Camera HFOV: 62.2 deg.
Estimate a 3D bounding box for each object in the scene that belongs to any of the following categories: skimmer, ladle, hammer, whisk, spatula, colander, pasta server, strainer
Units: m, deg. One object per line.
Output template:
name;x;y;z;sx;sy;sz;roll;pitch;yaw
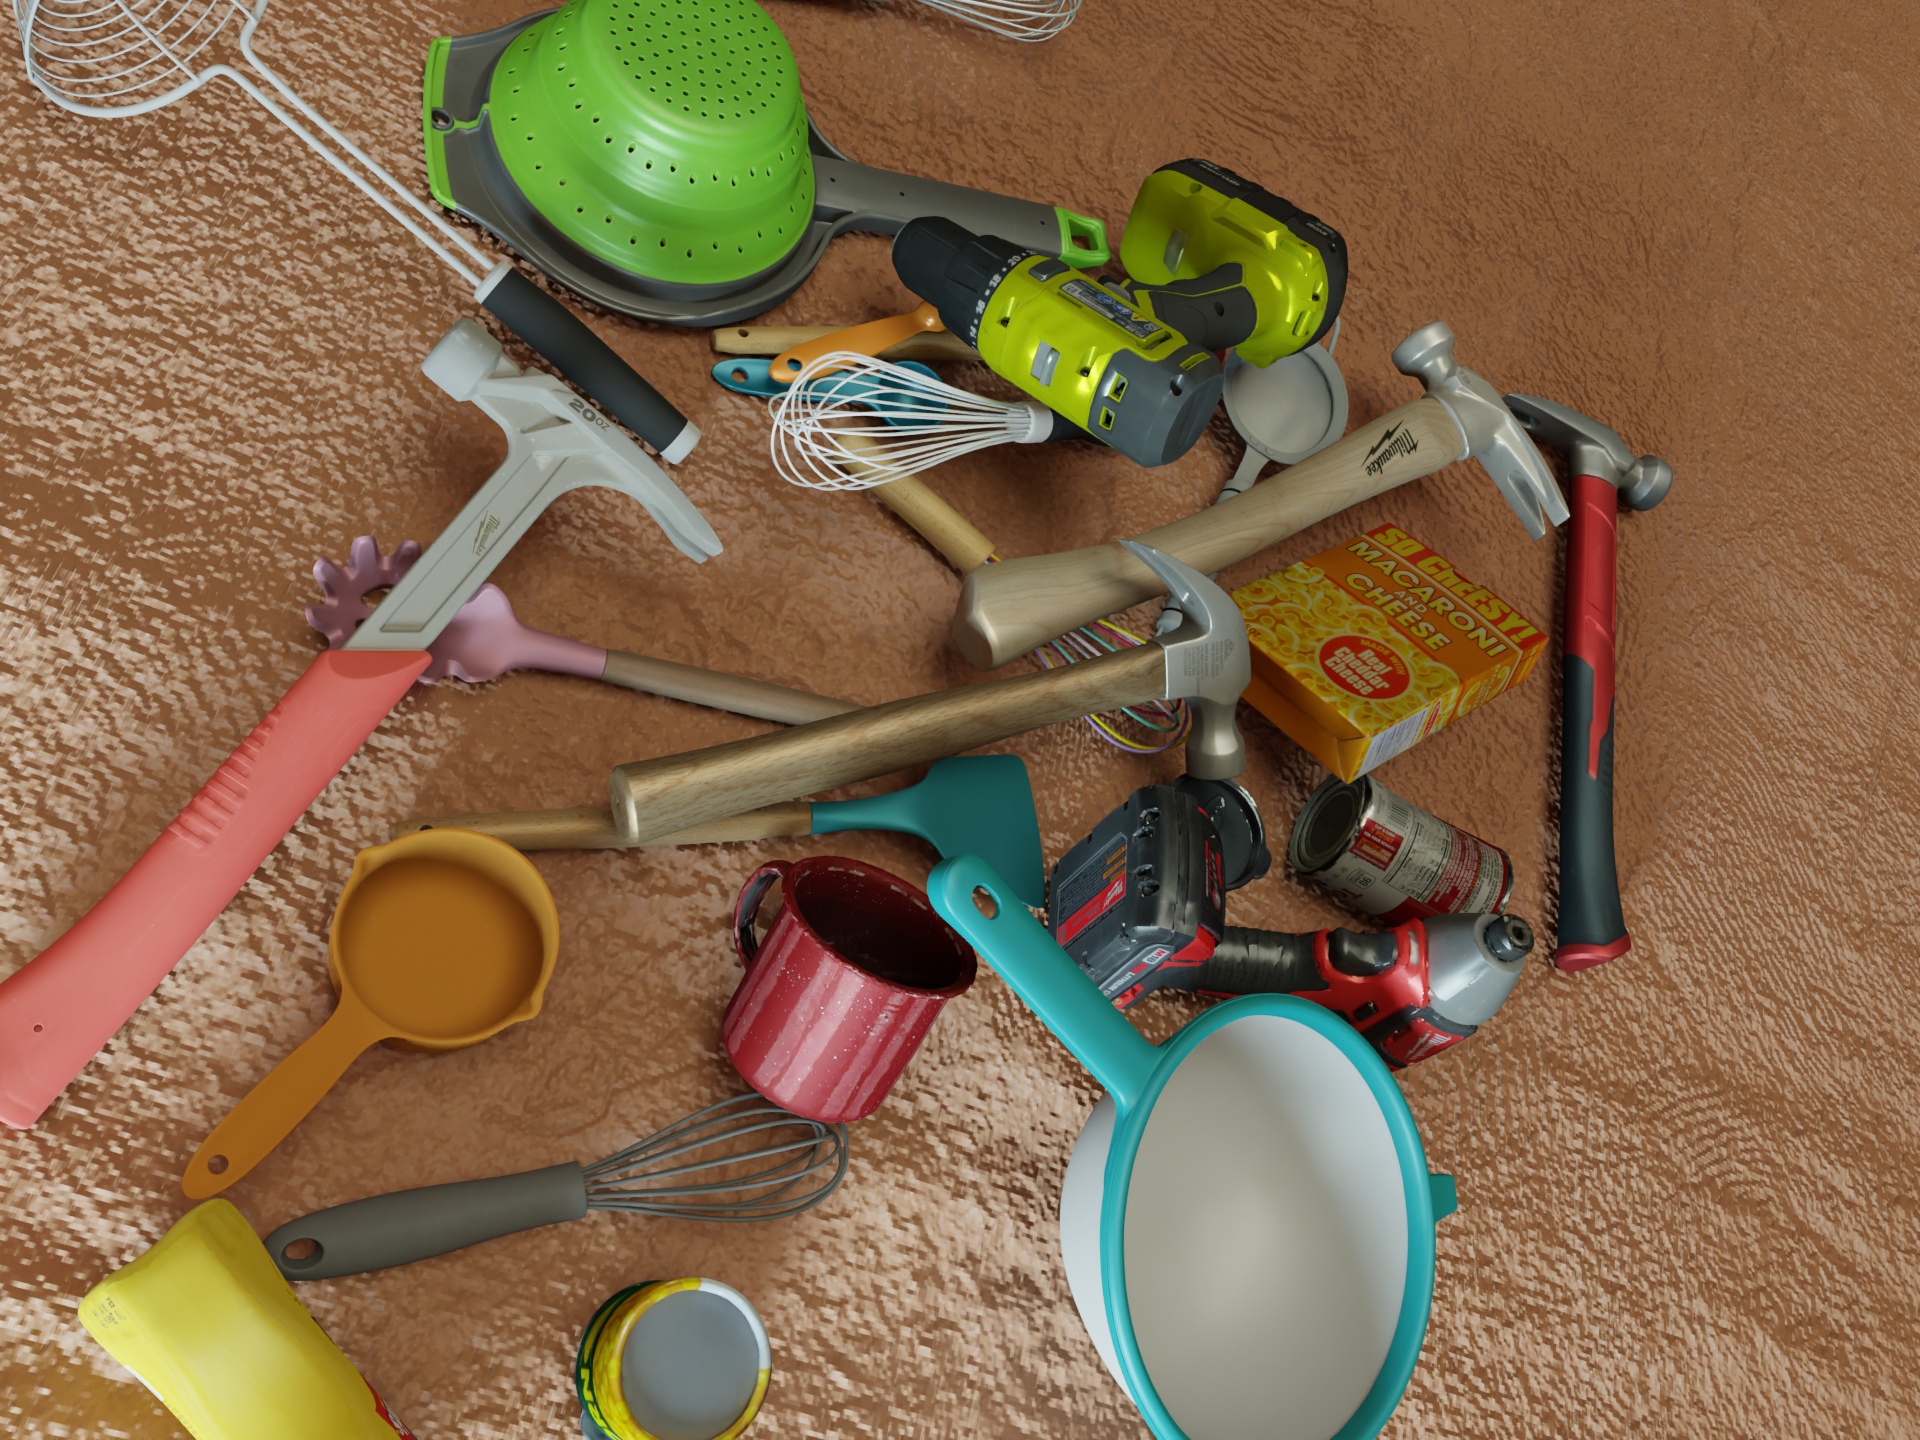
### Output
skimmer;-0.276;-0.250;0.765;0.363;0.090;0.127;40;82;-20
ladle;0.012;-0.212;0.900;0.315;0.031;0.069;-5;63;-26
hammer;0.172;-0.106;0.877;0.410;0.038;0.146;-25;78;-30
hammer;-0.001;-0.002;0.744;0.331;0.031;0.130;-14;110;-26
whisk;0.014;-0.157;0.846;0.284;0.070;0.070;-10;75;-44
spatula;-0.099;0.052;0.746;0.317;0.044;0.082;-1;70;-22
hammer;0.387;-0.031;1.009;0.143;0.038;0.387;21;63;-17
colander;-0.075;-0.310;0.852;0.397;0.094;0.205;3;67;-26
pasta server;-0.139;-0.021;0.744;0.316;0.040;0.060;13;79;-23
whisk;-0.157;0.195;0.650;0.239;0.055;0.055;-6;73;-23
strainer;0.078;0.188;0.713;0.340;0.095;0.211;49;56;-17
hammer;-0.253;0.008;0.646;0.149;0.037;0.359;41;67;-19
whisk;-0.036;-0.445;0.955;0.246;0.059;0.058;-5;61;-23
strainer;0.164;-0.139;0.940;0.087;0.050;0.258;33;65;-11
whisk;0.031;-0.073;0.847;0.245;0.047;0.051;41;45;-2

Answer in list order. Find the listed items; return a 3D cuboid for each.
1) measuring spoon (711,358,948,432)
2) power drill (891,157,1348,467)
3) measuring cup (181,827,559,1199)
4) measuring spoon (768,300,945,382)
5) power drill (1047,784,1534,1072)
measuring spoon;-0.070;-0.176;0.855;0.128;0.021;0.042;4;74;-15
power drill;0.091;-0.236;0.868;0.191;0.080;0.228;37;45;19
measuring cup;-0.238;0.120;0.633;0.095;0.052;0.174;44;60;-5
measuring spoon;-0.052;-0.204;0.849;0.117;0.011;0.021;-27;85;-27
power drill;0.163;0.111;0.781;0.219;0.143;0.079;18;54;-17
